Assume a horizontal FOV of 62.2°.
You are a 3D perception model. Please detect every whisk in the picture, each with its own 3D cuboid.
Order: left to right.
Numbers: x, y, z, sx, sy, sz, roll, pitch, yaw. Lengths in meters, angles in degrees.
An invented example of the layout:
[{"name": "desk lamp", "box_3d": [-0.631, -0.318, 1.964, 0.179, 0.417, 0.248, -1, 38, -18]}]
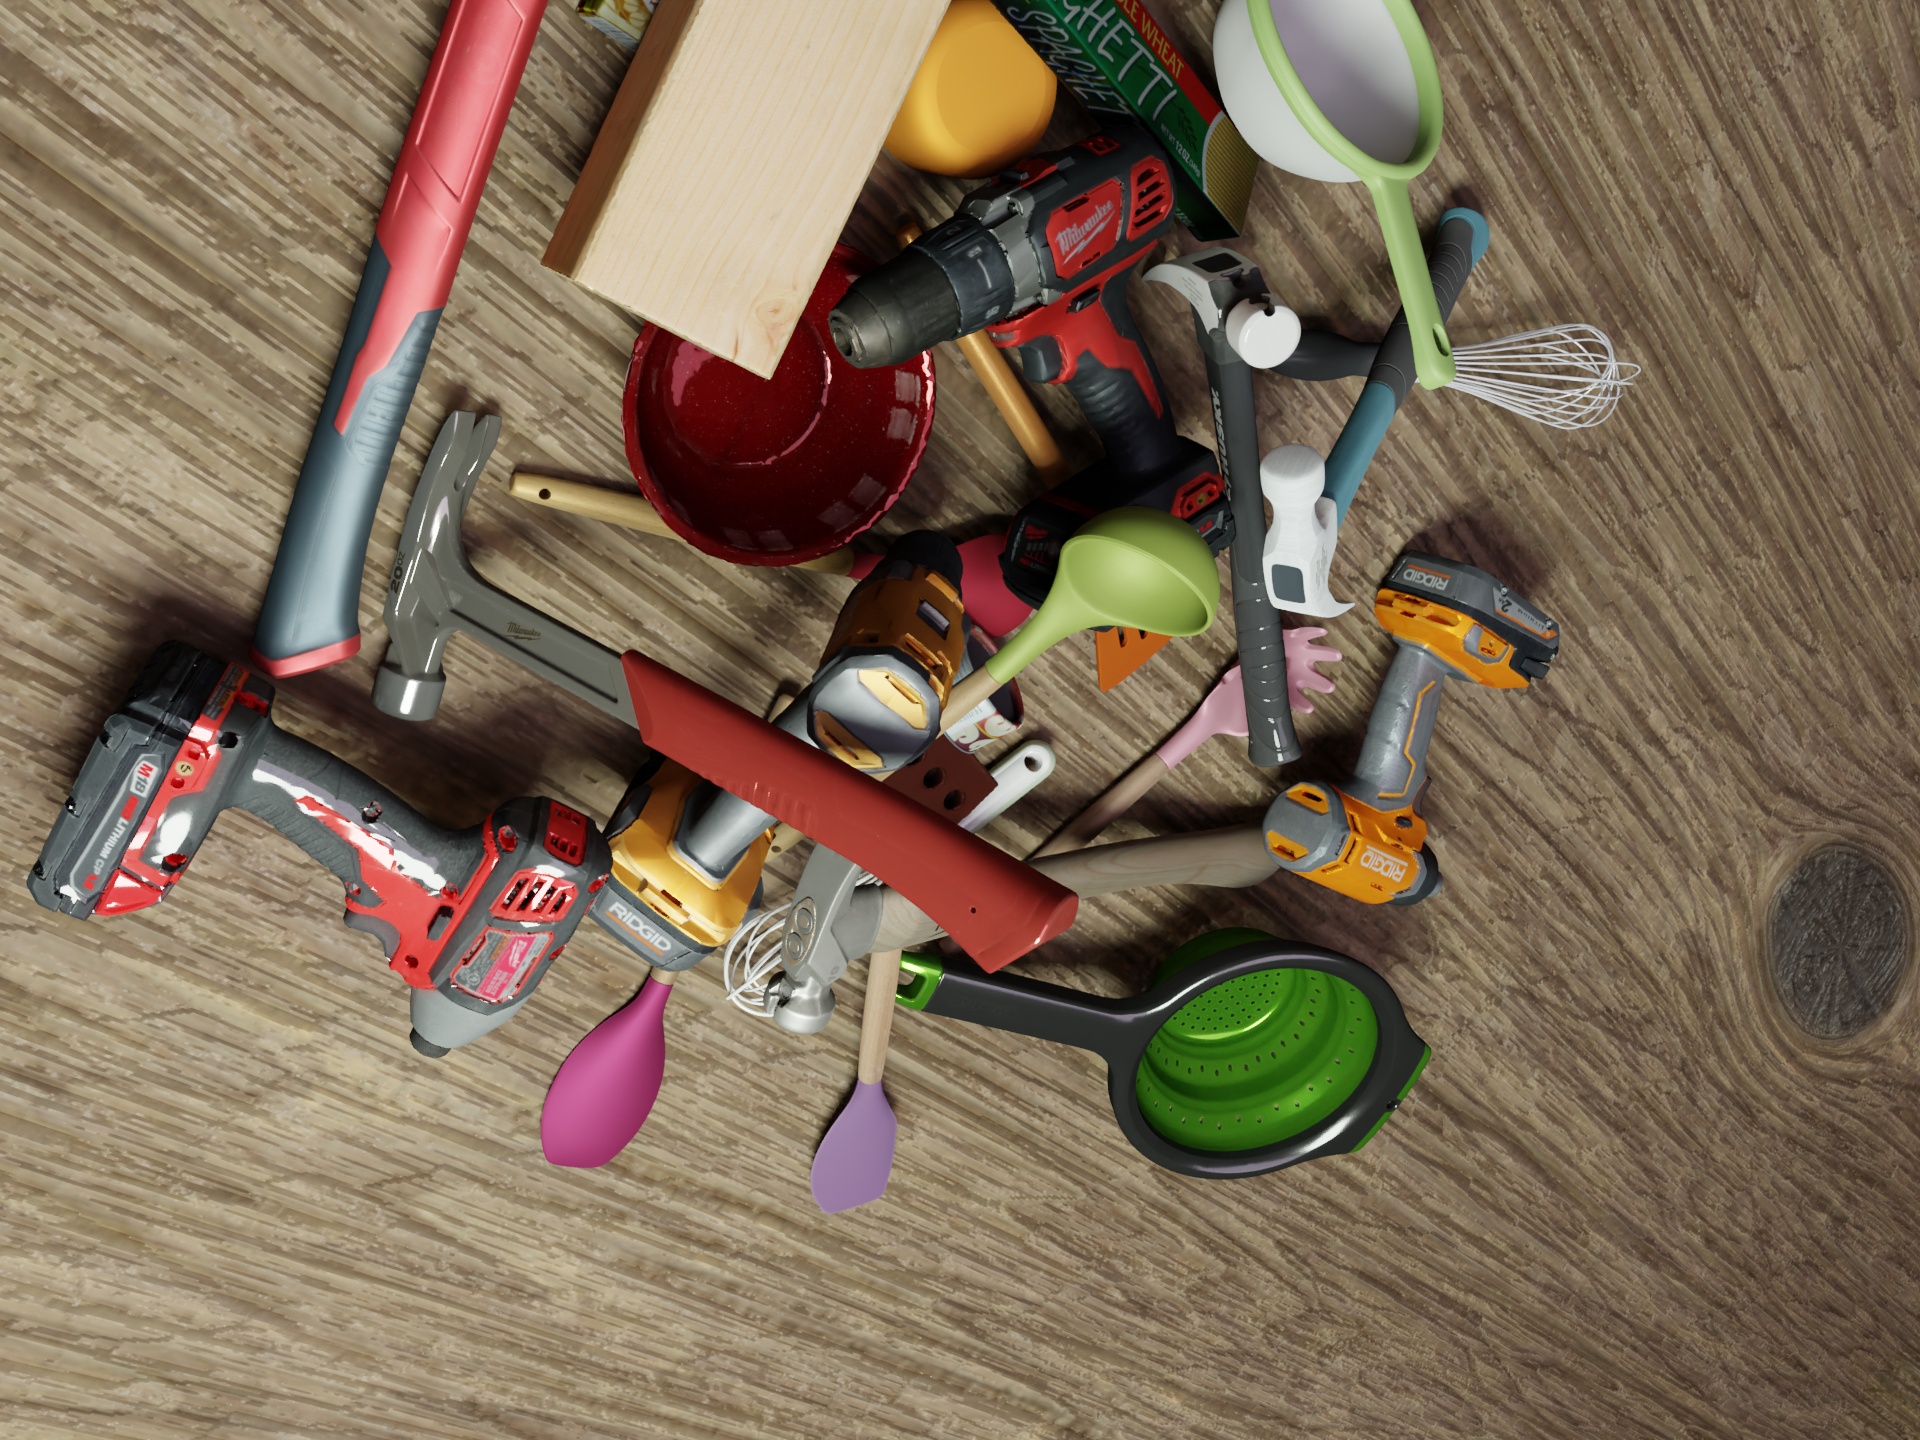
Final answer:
[{"name": "whisk", "box_3d": [-0.039, 0.089, 0.945, 0.246, 0.059, 0.058, -37, 88, -14]}, {"name": "whisk", "box_3d": [0.305, -0.219, 0.988, 0.284, 0.070, 0.070, -2, 115, -24]}]

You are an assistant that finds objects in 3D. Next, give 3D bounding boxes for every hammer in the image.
[{"name": "hammer", "box_3d": [-0.247, -0.197, 0.672, 0.143, 0.038, 0.386, 21, 108, -14]}, {"name": "hammer", "box_3d": [-0.107, -0.003, 0.687, 0.036, 0.359, 0.149, -11, 125, -65]}, {"name": "hammer", "box_3d": [0.071, 0.087, 0.954, 0.410, 0.038, 0.146, -5, 127, -43]}, {"name": "hammer", "box_3d": [0.162, -0.107, 0.908, 0.035, 0.146, 0.334, -18, 127, -4]}, {"name": "hammer", "box_3d": [0.233, -0.183, 0.871, 0.331, 0.033, 0.128, -57, 149, -34]}]

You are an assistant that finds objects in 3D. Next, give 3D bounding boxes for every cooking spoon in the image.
[{"name": "cooking spoon", "box_3d": [-0.160, 0.126, 0.908, 0.068, 0.017, 0.319, 17, 105, -36]}]

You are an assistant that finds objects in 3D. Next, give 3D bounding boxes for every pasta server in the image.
[{"name": "pasta server", "box_3d": [0.112, 0.046, 1.016, 0.316, 0.040, 0.060, -40, 118, -5]}]

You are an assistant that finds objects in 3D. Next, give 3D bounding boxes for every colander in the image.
[{"name": "colander", "box_3d": [0.120, 0.188, 1.066, 0.396, 0.095, 0.204, 17, 117, -21]}]

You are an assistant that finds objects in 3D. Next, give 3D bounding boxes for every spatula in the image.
[{"name": "spatula", "box_3d": [-0.056, 0.202, 0.979, 0.059, 0.018, 0.315, -10, 129, -25]}, {"name": "spatula", "box_3d": [0.048, -0.142, 0.895, 0.081, 0.041, 0.322, -41, 123, -7]}]

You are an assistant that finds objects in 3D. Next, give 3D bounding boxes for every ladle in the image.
[{"name": "ladle", "box_3d": [-0.082, -0.091, 0.841, 0.315, 0.031, 0.069, 10, 112, -32]}, {"name": "ladle", "box_3d": [-0.001, -0.003, 0.812, 0.078, 0.062, 0.320, 38, 122, -25]}]

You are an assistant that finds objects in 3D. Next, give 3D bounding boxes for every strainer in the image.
[{"name": "strainer", "box_3d": [0.195, -0.288, 0.828, 0.151, 0.069, 0.256, -14, 88, -41]}]

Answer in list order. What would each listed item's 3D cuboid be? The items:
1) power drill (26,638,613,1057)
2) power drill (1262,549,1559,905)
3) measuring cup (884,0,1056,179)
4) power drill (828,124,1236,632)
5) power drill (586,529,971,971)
[{"name": "power drill", "box_3d": [-0.286, 0.069, 0.726, 0.219, 0.079, 0.143, 28, 110, -22]}, {"name": "power drill", "box_3d": [0.311, 0.017, 1.075, 0.164, 0.084, 0.226, 24, 93, -38]}, {"name": "measuring cup", "box_3d": [0.023, -0.342, 0.757, 0.095, 0.052, 0.173, 20, 105, -36]}, {"name": "power drill", "box_3d": [0.041, -0.157, 0.793, 0.188, 0.080, 0.226, -34, 127, -21]}, {"name": "power drill", "box_3d": [-0.082, 0.003, 0.802, 0.084, 0.185, 0.226, 41, 117, -15]}]
